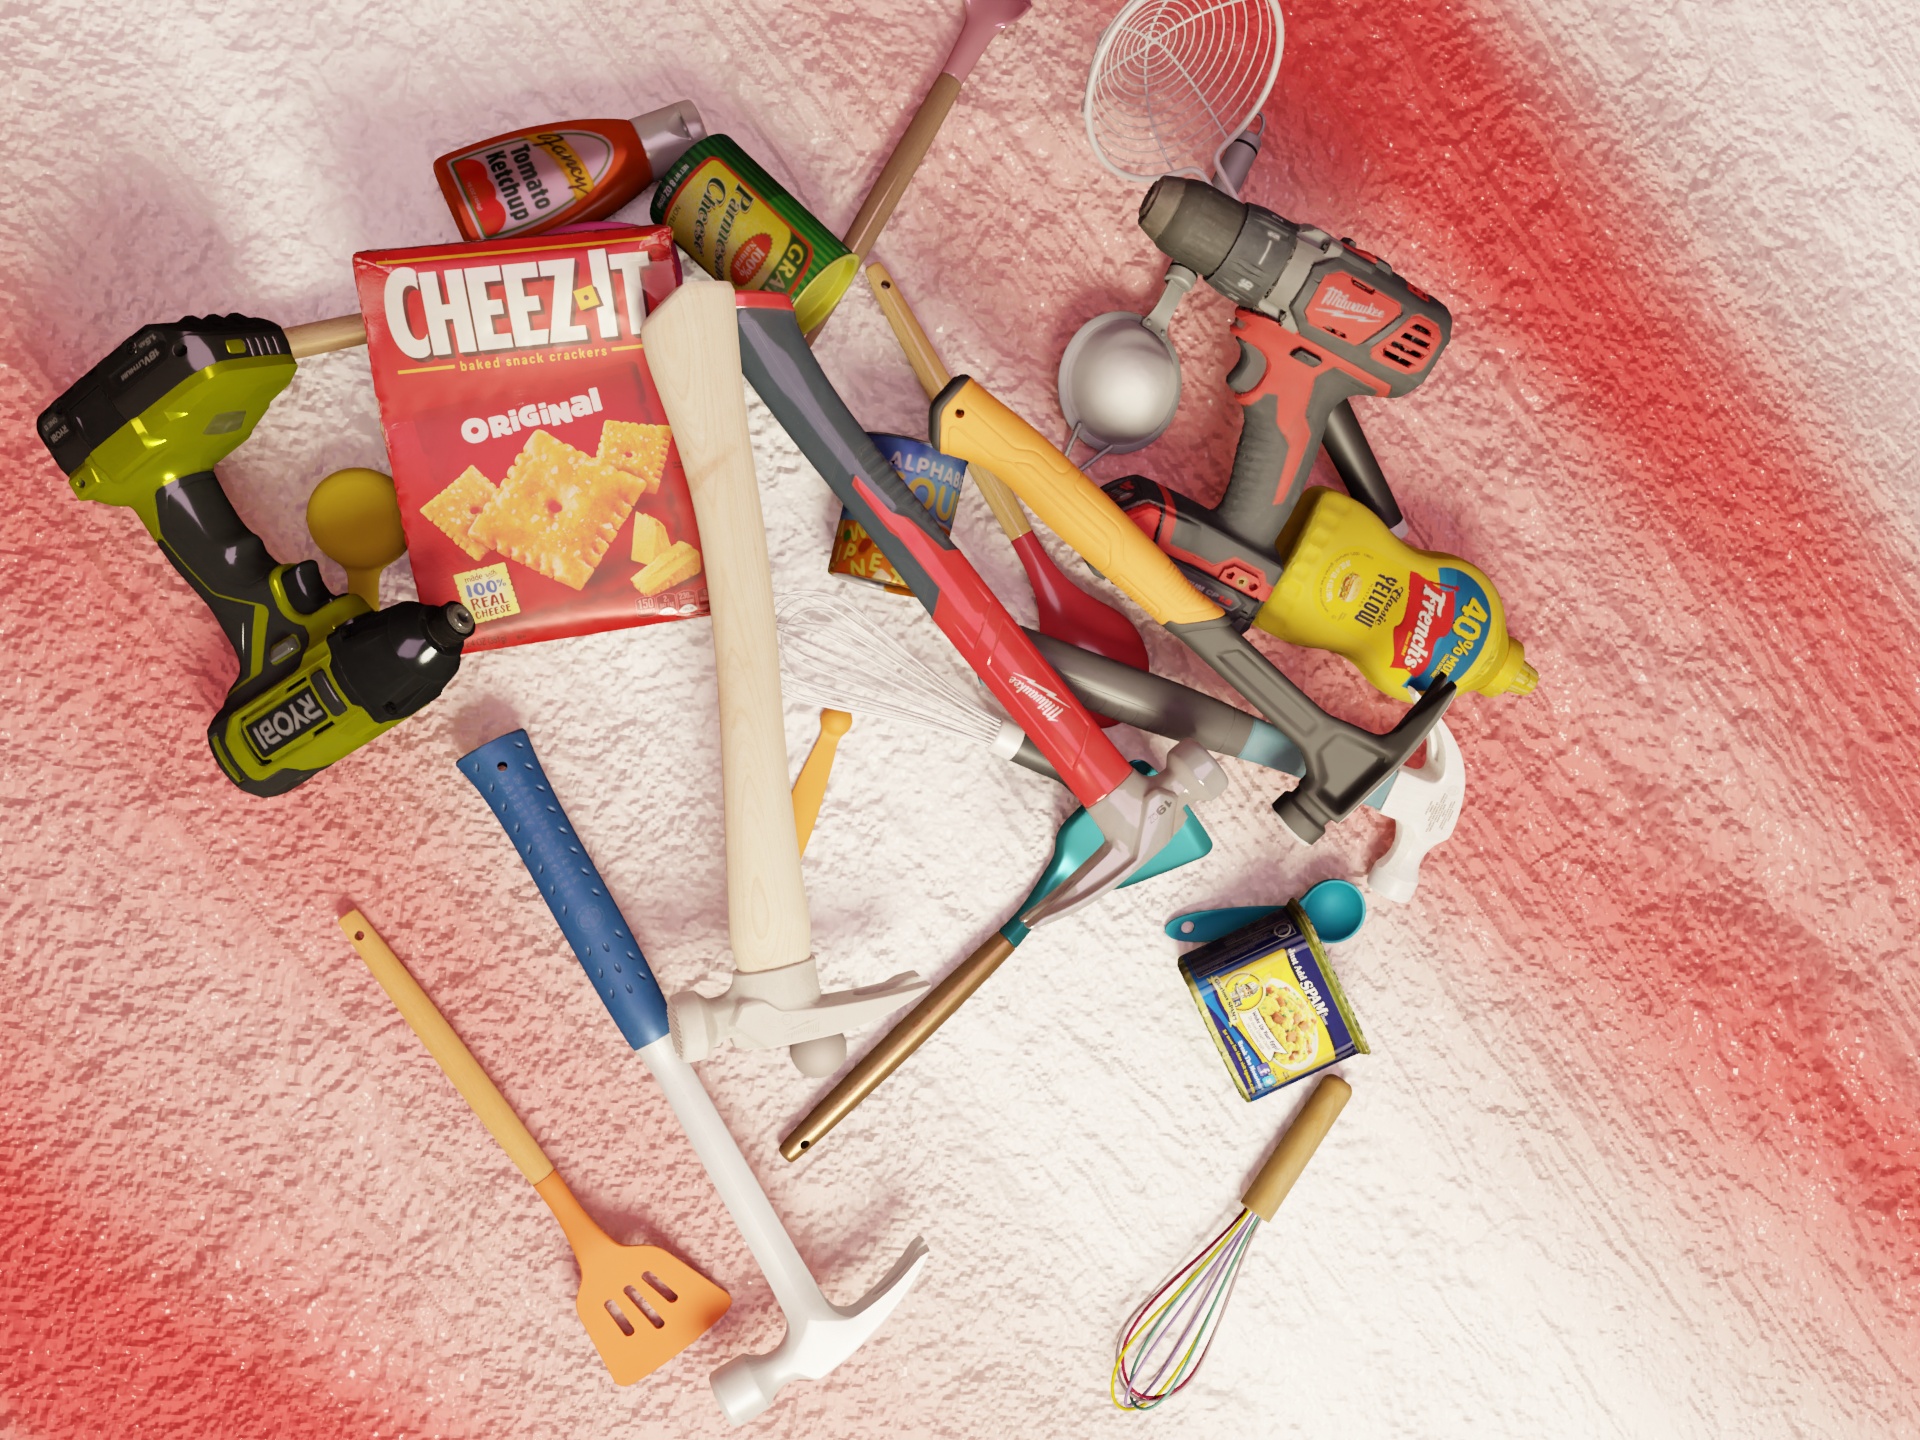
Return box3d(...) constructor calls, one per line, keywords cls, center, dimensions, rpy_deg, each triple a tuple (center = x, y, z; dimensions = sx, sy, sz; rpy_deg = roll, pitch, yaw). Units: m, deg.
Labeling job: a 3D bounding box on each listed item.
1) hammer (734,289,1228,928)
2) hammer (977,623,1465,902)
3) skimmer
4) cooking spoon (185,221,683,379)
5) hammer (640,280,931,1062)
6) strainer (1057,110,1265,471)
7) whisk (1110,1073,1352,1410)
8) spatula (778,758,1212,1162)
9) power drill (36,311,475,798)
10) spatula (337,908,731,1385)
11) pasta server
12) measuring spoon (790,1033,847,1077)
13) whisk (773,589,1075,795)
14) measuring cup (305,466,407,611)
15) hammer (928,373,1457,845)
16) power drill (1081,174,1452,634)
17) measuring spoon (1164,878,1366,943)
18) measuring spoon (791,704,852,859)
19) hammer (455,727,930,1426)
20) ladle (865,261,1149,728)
box3d(cls="hammer", center=(-0.021, -0.067, 0.878), dimensions=(0.143, 0.038, 0.386), rpy_deg=(-40, 98, -5))
box3d(cls="hammer", center=(0.158, 0.006, 0.961), dimensions=(0.331, 0.033, 0.128), rpy_deg=(19, 106, -14))
box3d(cls="skimmer", center=(0.190, -0.256, 0.933), dimensions=(0.127, 0.090, 0.363), rpy_deg=(-31, 107, 1))
box3d(cls="cooking spoon", center=(-0.312, -0.221, 0.881), dimensions=(0.319, 0.068, 0.017), rpy_deg=(-14, 51, -6))
box3d(cls="hammer", center=(-0.105, -0.025, 0.856), dimensions=(0.146, 0.038, 0.410), rpy_deg=(-9, 101, -20))
box3d(cls="strainer", center=(0.132, -0.265, 0.975), dimensions=(0.086, 0.050, 0.258), rpy_deg=(30, 81, -27))
box3d(cls="whisk", center=(0.170, 0.324, 0.991), dimensions=(0.047, 0.051, 0.245), rpy_deg=(37, 81, -4))
box3d(cls="spatula", center=(0.012, 0.152, 0.953), dimensions=(0.317, 0.044, 0.082), rpy_deg=(-44, 112, -7))
box3d(cls="power drill", center=(-0.359, -0.089, 0.827), dimensions=(0.171, 0.080, 0.223), rpy_deg=(-27, 96, 24))
box3d(cls="spatula", center=(-0.253, 0.240, 0.912), dimensions=(0.081, 0.041, 0.322), rpy_deg=(-36, 94, -10))
box3d(cls="pasta server", center=(-0.019, -0.360, 0.942), dimensions=(0.060, 0.040, 0.316), rpy_deg=(29, 86, 1))
box3d(cls="measuring spoon", center=(-0.100, 0.155, 0.943), dimensions=(0.034, 0.018, 0.124), rpy_deg=(-22, 94, -10))
box3d(cls="whisk", center=(-0.001, -0.004, 0.946), dimensions=(0.284, 0.070, 0.070), rpy_deg=(25, 86, -16))
box3d(cls="measuring cup", center=(-0.334, -0.064, 0.884), dimensions=(0.062, 0.029, 0.156), rpy_deg=(1, 89, -12))
box3d(cls="hammer", center=(0.120, -0.077, 0.891), dimensions=(0.336, 0.034, 0.127), rpy_deg=(40, 105, -10))
box3d(cls="power drill", center=(0.148, -0.181, 0.913), dimensions=(0.187, 0.080, 0.226), rpy_deg=(25, 111, -12))
box3d(cls="measuring spoon", center=(0.191, 0.123, 1.008), dimensions=(0.128, 0.021, 0.042), rpy_deg=(-6, 101, -3))
box3d(cls="measuring spoon", center=(-0.091, 0.045, 0.946), dimensions=(0.021, 0.011, 0.117), rpy_deg=(21, 87, -11))
box3d(cls="hammer", center=(-0.163, 0.188, 0.906), dimensions=(0.144, 0.035, 0.405), rpy_deg=(-29, 92, -12))
box3d(cls="ladle", center=(0.025, -0.135, 0.962), dimensions=(0.069, 0.031, 0.315), rpy_deg=(-30, 95, -8))
